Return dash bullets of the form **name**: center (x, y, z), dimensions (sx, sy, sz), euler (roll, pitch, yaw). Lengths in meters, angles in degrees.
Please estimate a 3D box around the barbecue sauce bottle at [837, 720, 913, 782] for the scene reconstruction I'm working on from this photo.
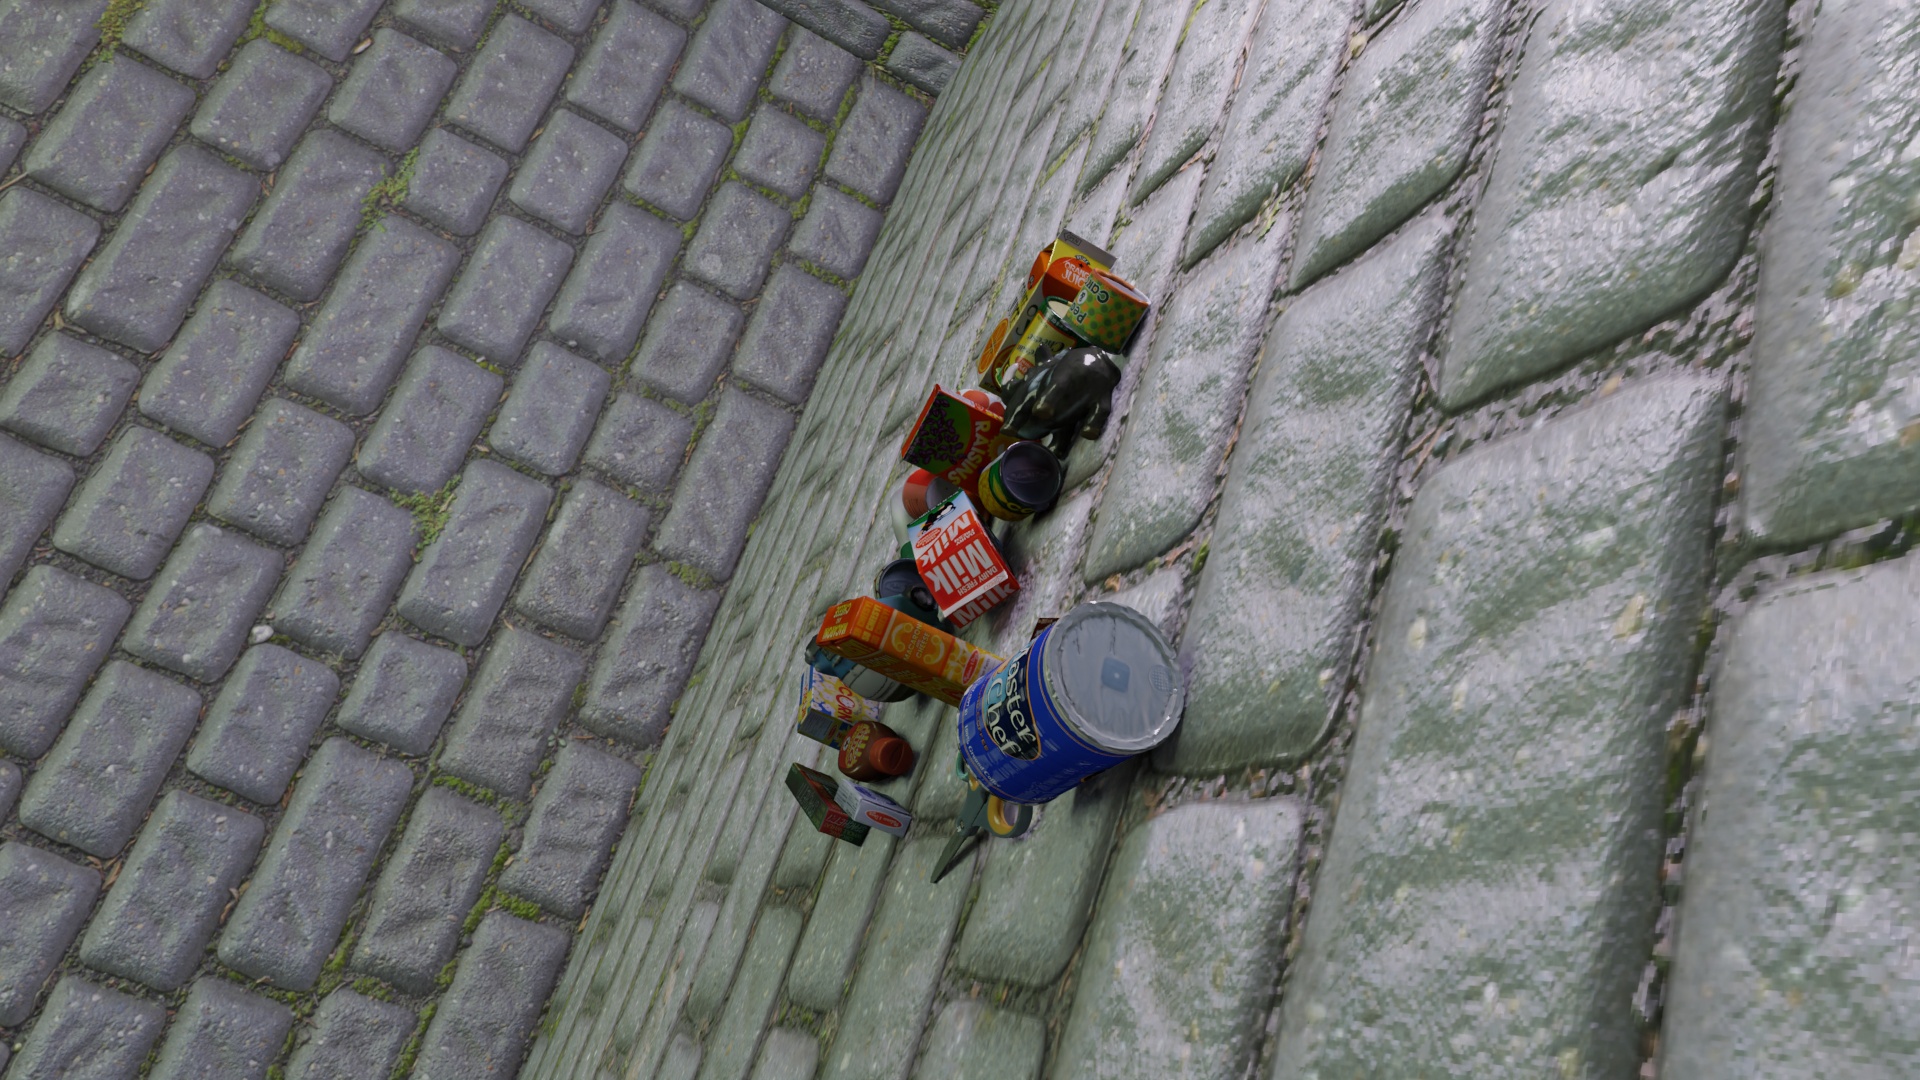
- **barbecue sauce bottle**: center (-0.086, 0.220, 1.432), dimensions (0.065, 0.043, 0.148), euler (-67, 15, -13)

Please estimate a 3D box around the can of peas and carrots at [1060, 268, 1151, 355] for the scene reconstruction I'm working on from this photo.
- **can of peas and carrots**: center (0.139, -0.221, 1.332), dimensions (0.058, 0.071, 0.071), euler (-58, 16, 21)

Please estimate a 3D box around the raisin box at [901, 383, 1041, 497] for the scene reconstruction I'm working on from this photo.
- **raisin box**: center (0.011, -0.100, 1.472), dimensions (0.086, 0.123, 0.040), euler (-61, 13, 12)

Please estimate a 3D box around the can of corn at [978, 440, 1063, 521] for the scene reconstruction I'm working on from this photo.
- **can of corn**: center (0.058, -0.054, 1.349), dimensions (0.058, 0.071, 0.071), euler (-36, 32, 63)

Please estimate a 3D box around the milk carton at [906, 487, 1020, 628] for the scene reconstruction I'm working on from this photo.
- **milk carton**: center (0.003, 0.021, 1.350), dimensions (0.072, 0.073, 0.191), euler (-34, 19, 5)

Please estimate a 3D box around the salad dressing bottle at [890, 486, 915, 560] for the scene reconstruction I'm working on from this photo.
- **salad dressing bottle**: center (-0.057, -0.009, 1.691), dimensions (0.044, 0.064, 0.148), euler (-29, 35, 15)

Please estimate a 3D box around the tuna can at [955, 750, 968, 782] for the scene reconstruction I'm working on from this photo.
- **tuna can**: center (0.025, 0.173, 1.143), dimensions (0.070, 0.033, 0.071), euler (-57, 15, 26)

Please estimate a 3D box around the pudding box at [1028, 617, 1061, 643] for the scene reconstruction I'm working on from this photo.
- **pudding box**: center (0.080, 0.088, 1.100), dimensions (0.050, 0.030, 0.083), euler (-68, 15, -10)

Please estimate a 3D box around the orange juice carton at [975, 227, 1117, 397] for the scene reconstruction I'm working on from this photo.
- **orange juice carton**: center (0.094, -0.246, 1.529), dimensions (0.191, 0.072, 0.073), euler (-58, 16, 24)

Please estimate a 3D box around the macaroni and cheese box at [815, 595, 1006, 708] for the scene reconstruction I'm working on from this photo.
- **macaroni and cheese box**: center (-0.031, 0.103, 1.188), dimensions (0.040, 0.166, 0.123), euler (-69, 15, -14)

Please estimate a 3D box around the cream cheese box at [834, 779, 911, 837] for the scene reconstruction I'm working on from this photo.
- **cream cheese box**: center (-0.086, 0.259, 1.348), dimensions (0.024, 0.053, 0.104), euler (-68, 14, -5)

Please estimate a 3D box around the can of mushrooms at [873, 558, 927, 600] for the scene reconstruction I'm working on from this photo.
- **can of mushrooms**: center (-0.066, 0.056, 1.593), dimensions (0.071, 0.071, 0.033), euler (-67, 14, -10)

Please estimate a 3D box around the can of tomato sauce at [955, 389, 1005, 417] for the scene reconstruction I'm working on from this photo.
- **can of tomato sauce**: center (0.011, -0.126, 1.630), dimensions (0.071, 0.071, 0.083), euler (-35, 31, 63)

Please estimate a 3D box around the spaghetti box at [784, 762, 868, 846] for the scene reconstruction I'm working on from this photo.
- **spaghetti box**: center (-0.150, 0.287, 1.529), dimensions (0.028, 0.050, 0.250), euler (-68, 15, -4)

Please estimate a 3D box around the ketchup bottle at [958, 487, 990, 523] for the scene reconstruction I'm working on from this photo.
- **ketchup bottle**: center (0.005, -0.019, 1.515), dimensions (0.064, 0.043, 0.149), euler (-35, 32, 55)

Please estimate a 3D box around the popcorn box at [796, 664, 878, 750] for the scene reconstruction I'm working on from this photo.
- **popcorn box**: center (-0.139, 0.189, 1.586), dimensions (0.038, 0.085, 0.127), euler (-59, 15, 19)

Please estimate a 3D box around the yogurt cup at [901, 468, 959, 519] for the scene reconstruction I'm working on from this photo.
- **yogurt cup**: center (-0.029, -0.053, 1.649), dimensions (0.054, 0.072, 0.072), euler (10, 74, 63)

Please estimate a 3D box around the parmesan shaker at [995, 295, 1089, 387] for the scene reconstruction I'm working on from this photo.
- **parmesan shaker**: center (0.089, -0.201, 1.470), dimensions (0.102, 0.071, 0.071), euler (-57, 16, 28)
